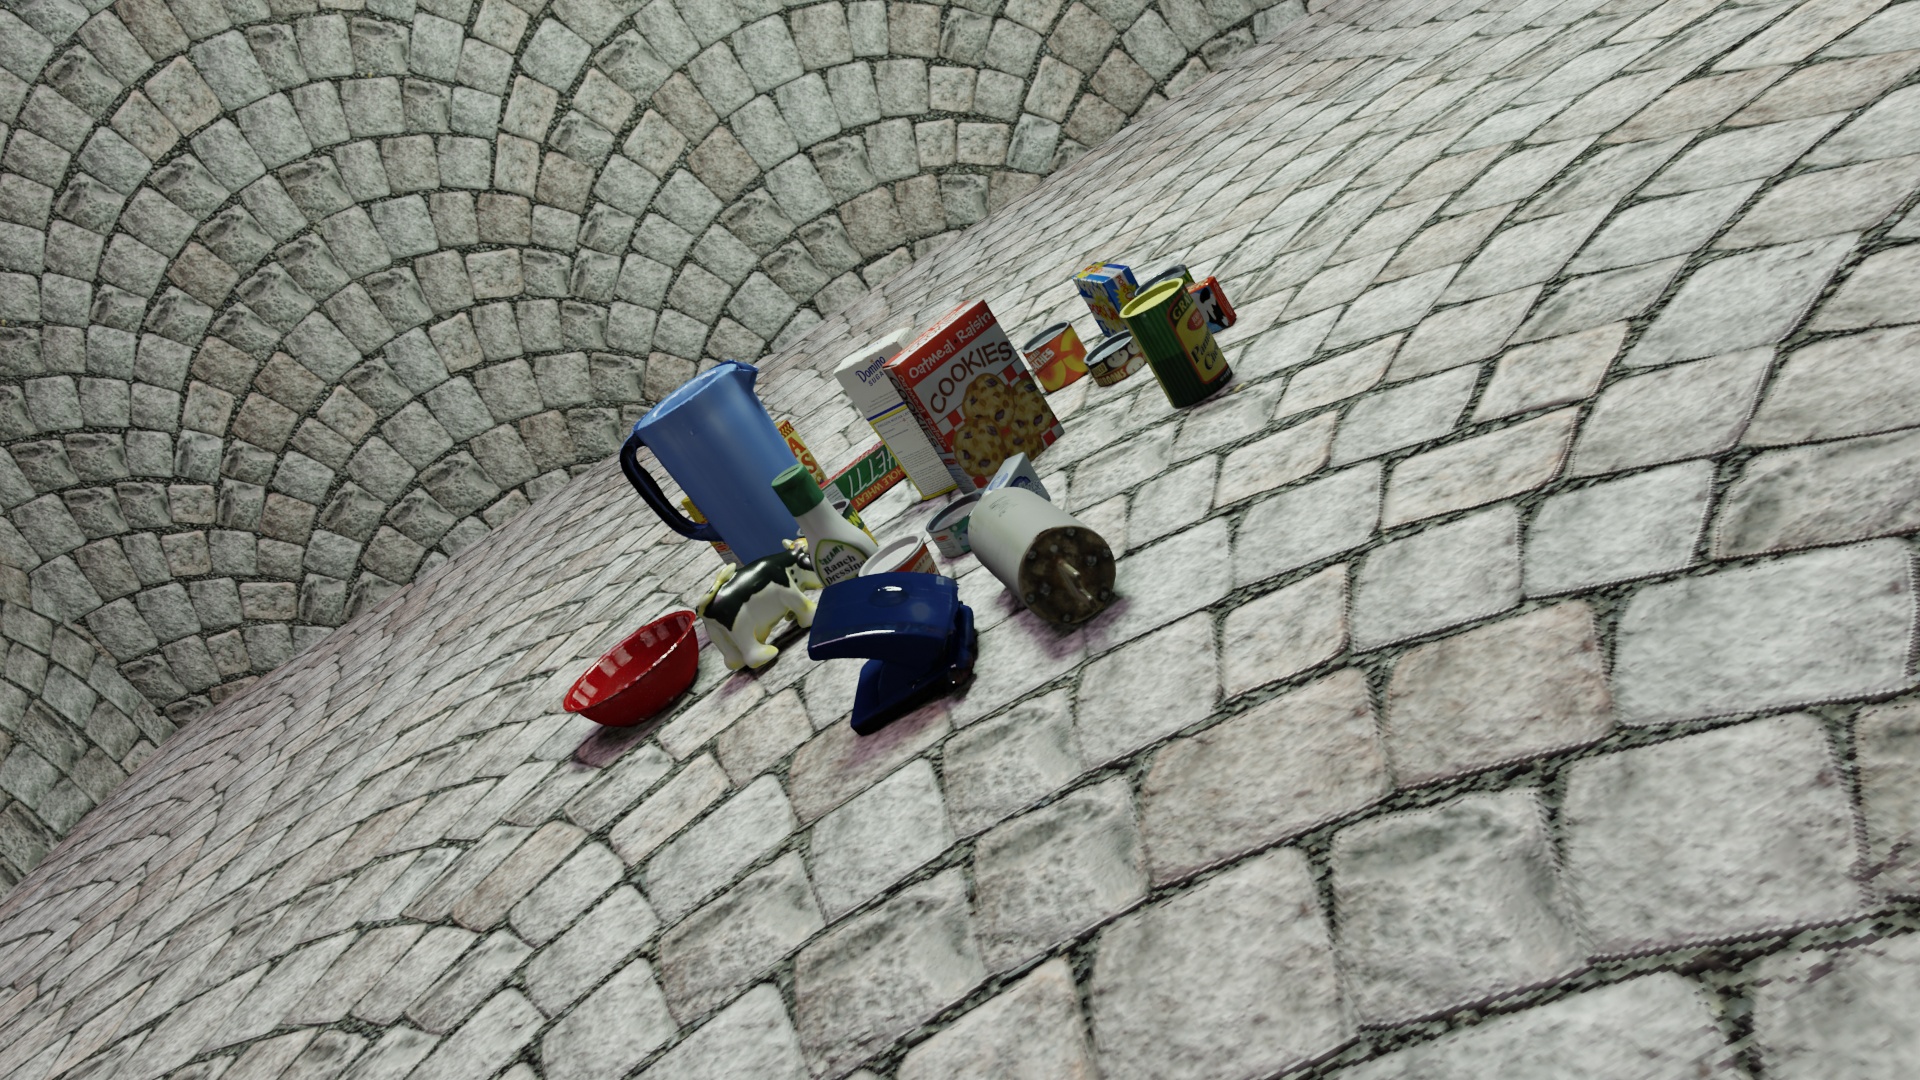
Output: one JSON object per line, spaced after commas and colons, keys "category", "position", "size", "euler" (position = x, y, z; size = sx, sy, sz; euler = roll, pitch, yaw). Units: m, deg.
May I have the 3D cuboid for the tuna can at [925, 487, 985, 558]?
{"category": "tuna can", "position": [0.005, -0.017, 1.316], "size": [0.071, 0.032, 0.071], "euler": [-30, 18, 11]}

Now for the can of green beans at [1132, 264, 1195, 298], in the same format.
{"category": "can of green beans", "position": [0.233, -0.262, 1.531], "size": [0.071, 0.057, 0.071], "euler": [-30, 18, 11]}

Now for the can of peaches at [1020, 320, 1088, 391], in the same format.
{"category": "can of peaches", "position": [0.111, -0.212, 1.607], "size": [0.071, 0.058, 0.071], "euler": [-30, 18, 11]}

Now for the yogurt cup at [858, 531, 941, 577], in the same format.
{"category": "yogurt cup", "position": [-0.049, 0.034, 1.240], "size": [0.072, 0.054, 0.072], "euler": [-30, 18, 11]}

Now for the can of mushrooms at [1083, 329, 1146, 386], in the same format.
{"category": "can of mushrooms", "position": [0.168, -0.197, 1.510], "size": [0.071, 0.033, 0.071], "euler": [-30, 18, 11]}

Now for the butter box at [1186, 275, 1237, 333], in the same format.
{"category": "butter box", "position": [0.233, -0.235, 1.465], "size": [0.103, 0.053, 0.024], "euler": [-19, 22, 37]}

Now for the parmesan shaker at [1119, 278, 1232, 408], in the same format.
{"category": "parmesan shaker", "position": [0.204, -0.186, 1.305], "size": [0.071, 0.103, 0.071], "euler": [-30, 18, 11]}

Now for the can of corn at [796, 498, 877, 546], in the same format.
{"category": "can of corn", "position": [-0.128, -0.001, 1.462], "size": [0.071, 0.058, 0.071], "euler": [-30, 18, 11]}

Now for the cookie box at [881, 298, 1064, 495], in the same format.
{"category": "cookie box", "position": [0.014, -0.143, 1.411], "size": [0.123, 0.167, 0.040], "euler": [-41, 19, -23]}

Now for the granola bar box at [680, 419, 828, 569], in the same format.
{"category": "granola bar box", "position": [-0.233, -0.047, 1.655], "size": [0.039, 0.124, 0.166], "euler": [-12, 27, 50]}

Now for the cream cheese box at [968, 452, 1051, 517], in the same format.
{"category": "cream cheese box", "position": [0.046, -0.031, 1.249], "size": [0.024, 0.053, 0.104], "euler": [-22, 21, 33]}

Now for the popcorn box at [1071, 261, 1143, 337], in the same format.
{"category": "popcorn box", "position": [0.181, -0.276, 1.612], "size": [0.038, 0.085, 0.127], "euler": [-34, 18, -3]}

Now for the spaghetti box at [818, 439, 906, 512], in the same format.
{"category": "spaghetti box", "position": [-0.118, -0.067, 1.632], "size": [0.251, 0.050, 0.028], "euler": [-38, 18, -14]}

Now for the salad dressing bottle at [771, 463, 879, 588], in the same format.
{"category": "salad dressing bottle", "position": [-0.124, -0.003, 1.313], "size": [0.064, 0.147, 0.044], "euler": [-28, 18, 18]}
